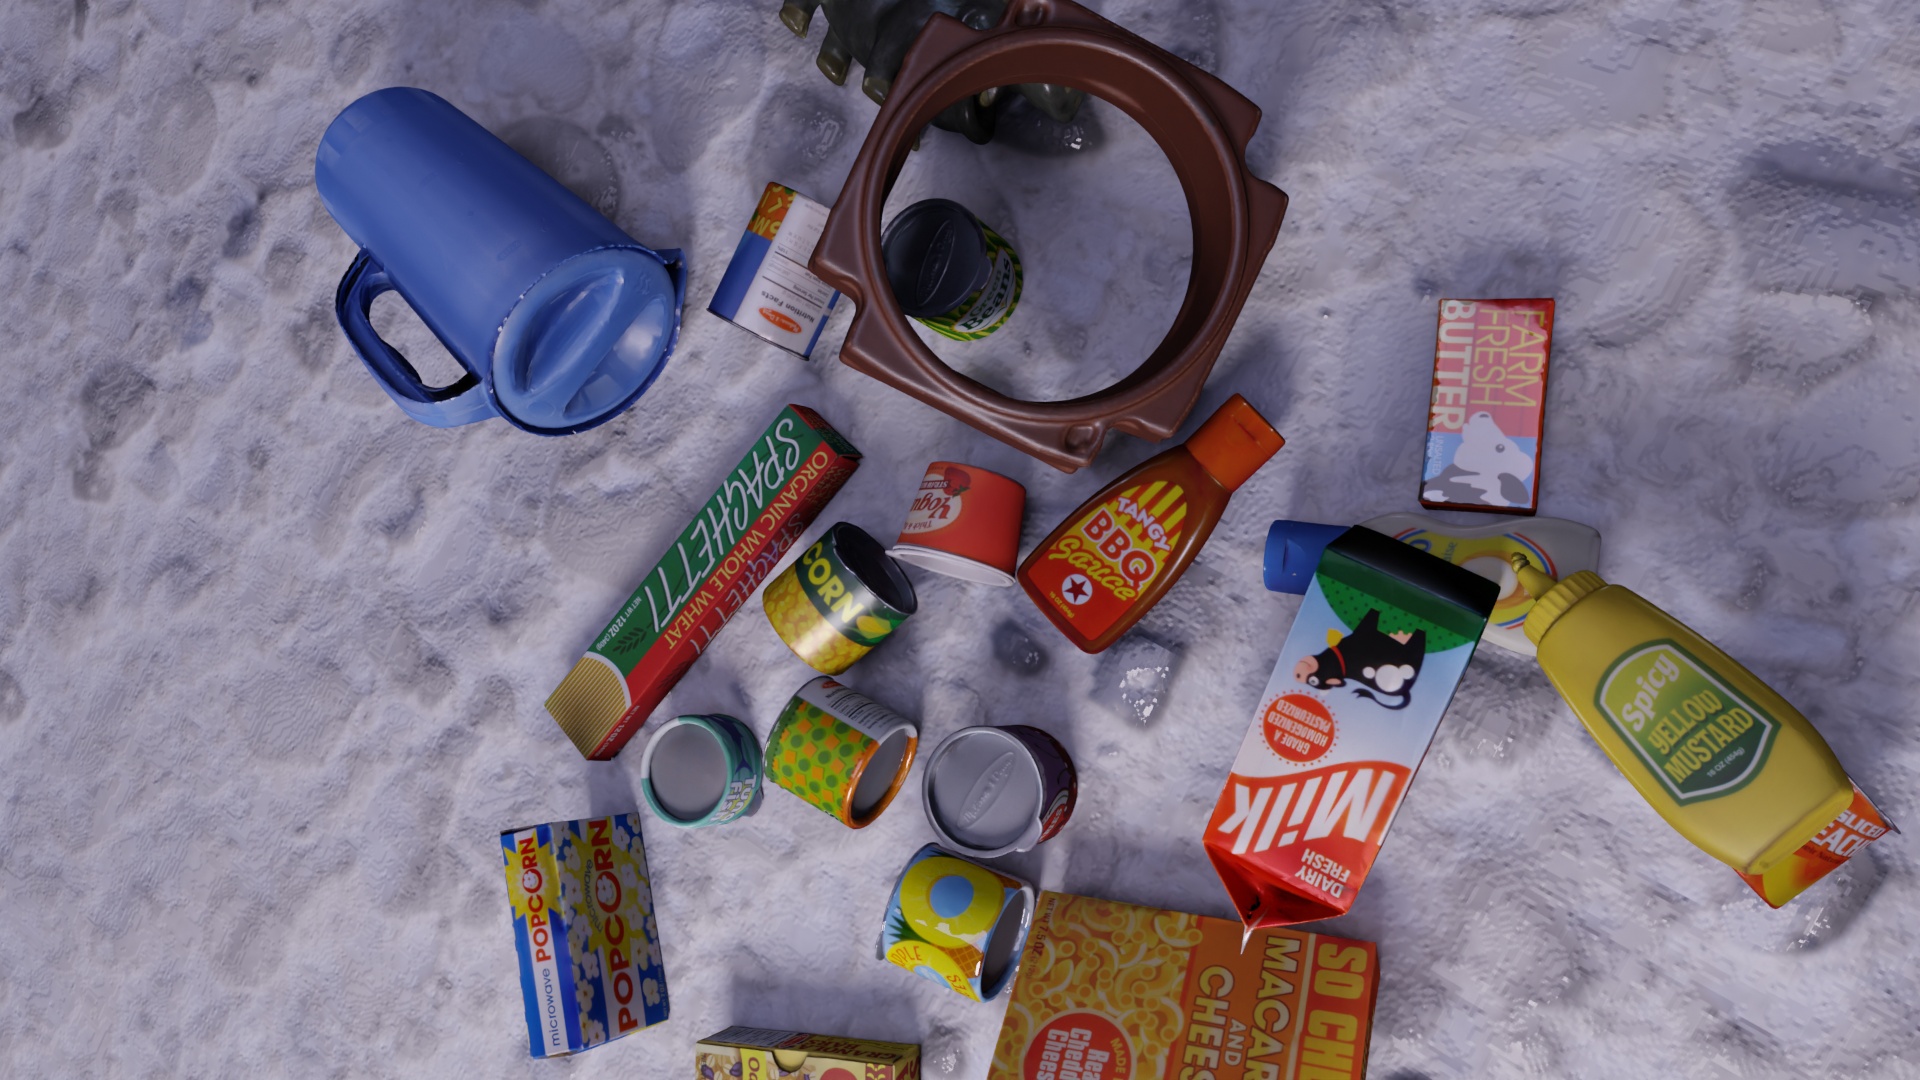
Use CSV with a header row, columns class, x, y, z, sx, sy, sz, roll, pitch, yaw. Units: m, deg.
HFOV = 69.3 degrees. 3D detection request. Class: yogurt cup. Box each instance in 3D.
class,x,y,z,sx,sy,sz,roll,pitch,yaw
yogurt cup,0.003,-0.009,0.747,0.072,0.072,0.054,11,81,24

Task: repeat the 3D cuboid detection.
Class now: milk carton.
class,x,y,z,sx,sy,sz,roll,pitch,yaw
milk carton,0.170,0.097,0.634,0.073,0.072,0.189,25,109,20

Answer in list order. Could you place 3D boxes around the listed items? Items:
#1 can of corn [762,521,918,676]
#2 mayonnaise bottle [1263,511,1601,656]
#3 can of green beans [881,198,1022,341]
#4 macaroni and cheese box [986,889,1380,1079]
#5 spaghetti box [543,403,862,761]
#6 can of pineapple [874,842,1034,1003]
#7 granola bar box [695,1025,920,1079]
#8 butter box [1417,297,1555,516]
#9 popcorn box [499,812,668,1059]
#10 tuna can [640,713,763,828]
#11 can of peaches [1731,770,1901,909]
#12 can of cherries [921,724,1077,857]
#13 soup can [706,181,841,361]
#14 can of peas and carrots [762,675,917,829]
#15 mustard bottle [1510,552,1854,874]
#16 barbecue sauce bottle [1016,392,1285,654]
class,x,y,z,sx,sy,sz,roll,pitch,yaw
can of corn,-0.068,0.032,0.768,0.058,0.071,0.071,-41,70,15
mayonnaise bottle,0.221,0.016,0.660,0.148,0.041,0.064,7,90,24
can of green beans,-0.005,-0.148,0.770,0.071,0.058,0.071,-3,83,23
macaroni and cheese box,0.104,0.239,0.653,0.166,0.040,0.124,3,49,23
spaghetti box,-0.156,0.027,0.830,0.050,0.029,0.249,45,102,21
can of pineapple,-0.002,0.200,0.721,0.058,0.071,0.071,16,91,24
granola bar box,-0.084,0.357,0.753,0.124,0.039,0.165,-3,83,23
butter box,0.253,-0.065,0.666,0.053,0.024,0.103,6,86,25
popcorn box,-0.216,0.224,0.801,0.038,0.085,0.127,-17,77,20
tuna can,-0.150,0.136,0.812,0.071,0.033,0.071,-3,82,24
can of peaches,0.341,0.113,0.581,0.058,0.071,0.071,-43,70,15
can of cherries,0.023,0.131,0.724,0.071,0.058,0.071,-3,82,23
soup can,-0.101,-0.157,0.810,0.071,0.071,0.083,29,95,24
can of peas and carrots,-0.066,0.118,0.760,0.059,0.071,0.071,25,94,23
mustard bottle,0.280,0.059,0.571,0.065,0.049,0.161,-46,52,13
barbecue sauce bottle,0.101,-0.012,0.715,0.148,0.044,0.065,-45,79,12
